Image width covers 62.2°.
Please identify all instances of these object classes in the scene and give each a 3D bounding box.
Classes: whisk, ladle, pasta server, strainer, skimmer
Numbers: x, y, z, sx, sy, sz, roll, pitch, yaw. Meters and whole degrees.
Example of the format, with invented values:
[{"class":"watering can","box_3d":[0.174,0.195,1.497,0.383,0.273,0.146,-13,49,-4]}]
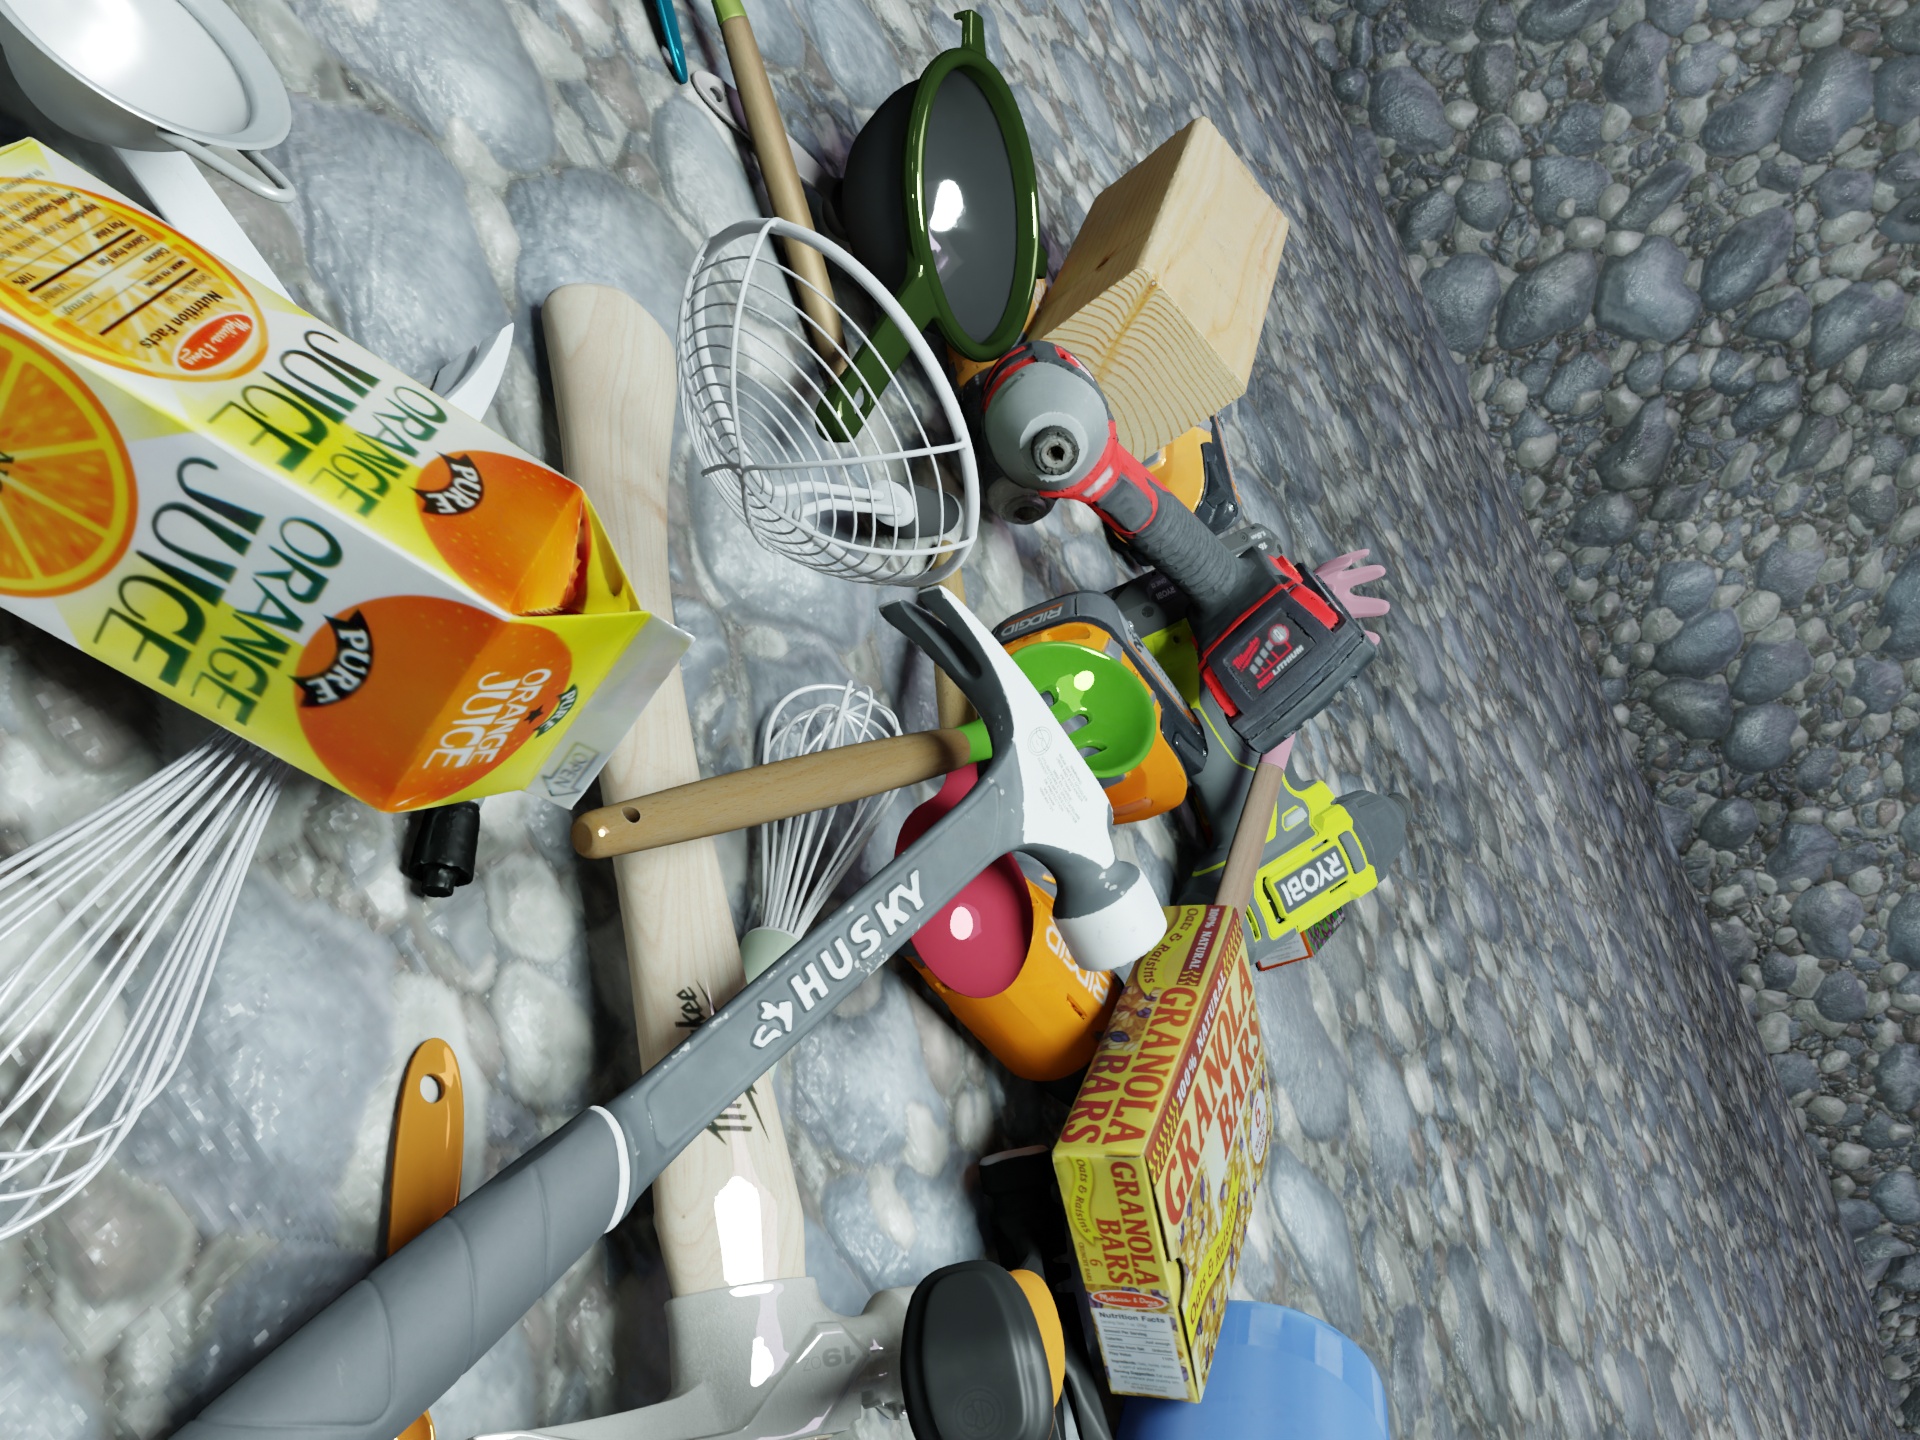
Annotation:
[{"class":"whisk","box_3d":[-0.066,0.076,0.576,0.059,0.057,0.247,21,46,-8]},{"class":"whisk","box_3d":[-0.187,0.017,0.401,0.070,0.070,0.285,53,27,-24]},{"class":"ladle","box_3d":[-0.001,-0.002,0.681,0.069,0.031,0.316,41,22,-25]},{"class":"ladle","box_3d":[-0.092,-0.317,0.768,0.078,0.062,0.320,-20,93,-58]},{"class":"pasta server","box_3d":[0.166,0.051,0.853,0.060,0.040,0.316,37,67,-44]},{"class":"strainer","box_3d":[-0.035,-0.219,0.778,0.256,0.069,0.151,-65,147,-37]},{"class":"strainer","box_3d":[-0.249,-0.232,0.406,0.258,0.050,0.087,61,24,0]},{"class":"skimmer","box_3d":[-0.020,-0.107,0.630,0.127,0.090,0.363,48,11,3]}]

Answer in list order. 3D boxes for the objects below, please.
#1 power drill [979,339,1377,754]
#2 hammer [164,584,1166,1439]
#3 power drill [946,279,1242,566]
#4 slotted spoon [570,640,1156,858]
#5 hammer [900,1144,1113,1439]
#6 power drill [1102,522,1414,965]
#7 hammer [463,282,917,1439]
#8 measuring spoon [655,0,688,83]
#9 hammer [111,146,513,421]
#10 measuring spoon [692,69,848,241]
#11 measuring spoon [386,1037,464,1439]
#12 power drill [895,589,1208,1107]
[{"class":"power drill","box_3d":[0.098,-0.092,0.782,0.219,0.078,0.143,42,15,-15]},{"class":"hammer","box_3d":[-0.082,0.100,0.418,0.409,0.036,0.149,-38,106,-43]},{"class":"power drill","box_3d":[0.078,-0.168,0.946,0.226,0.084,0.186,25,49,-45]},{"class":"slotted spoon","box_3d":[-0.018,0.012,0.571,0.070,0.031,0.313,51,31,17]},{"class":"hammer","box_3d":[0.020,0.192,0.485,0.336,0.034,0.127,72,6,-73]},{"class":"power drill","box_3d":[0.168,0.009,0.924,0.171,0.080,0.223,-26,92,-30]},{"class":"hammer","box_3d":[-0.109,0.022,0.521,0.146,0.038,0.411,4,60,-34]},{"class":"measuring spoon","box_3d":[-0.156,-0.365,0.756,0.042,0.021,0.128,-40,116,-79]},{"class":"hammer","box_3d":[-0.274,-0.232,0.440,0.405,0.035,0.144,57,31,-18]},{"class":"measuring spoon","box_3d":[-0.092,-0.286,0.812,0.124,0.018,0.034,33,55,-37]},{"class":"measuring spoon","box_3d":[-0.147,0.141,0.425,0.021,0.011,0.117,30,42,-42]},{"class":"power drill","box_3d":[0.054,0.066,0.743,0.164,0.084,0.227,50,37,-29]}]
